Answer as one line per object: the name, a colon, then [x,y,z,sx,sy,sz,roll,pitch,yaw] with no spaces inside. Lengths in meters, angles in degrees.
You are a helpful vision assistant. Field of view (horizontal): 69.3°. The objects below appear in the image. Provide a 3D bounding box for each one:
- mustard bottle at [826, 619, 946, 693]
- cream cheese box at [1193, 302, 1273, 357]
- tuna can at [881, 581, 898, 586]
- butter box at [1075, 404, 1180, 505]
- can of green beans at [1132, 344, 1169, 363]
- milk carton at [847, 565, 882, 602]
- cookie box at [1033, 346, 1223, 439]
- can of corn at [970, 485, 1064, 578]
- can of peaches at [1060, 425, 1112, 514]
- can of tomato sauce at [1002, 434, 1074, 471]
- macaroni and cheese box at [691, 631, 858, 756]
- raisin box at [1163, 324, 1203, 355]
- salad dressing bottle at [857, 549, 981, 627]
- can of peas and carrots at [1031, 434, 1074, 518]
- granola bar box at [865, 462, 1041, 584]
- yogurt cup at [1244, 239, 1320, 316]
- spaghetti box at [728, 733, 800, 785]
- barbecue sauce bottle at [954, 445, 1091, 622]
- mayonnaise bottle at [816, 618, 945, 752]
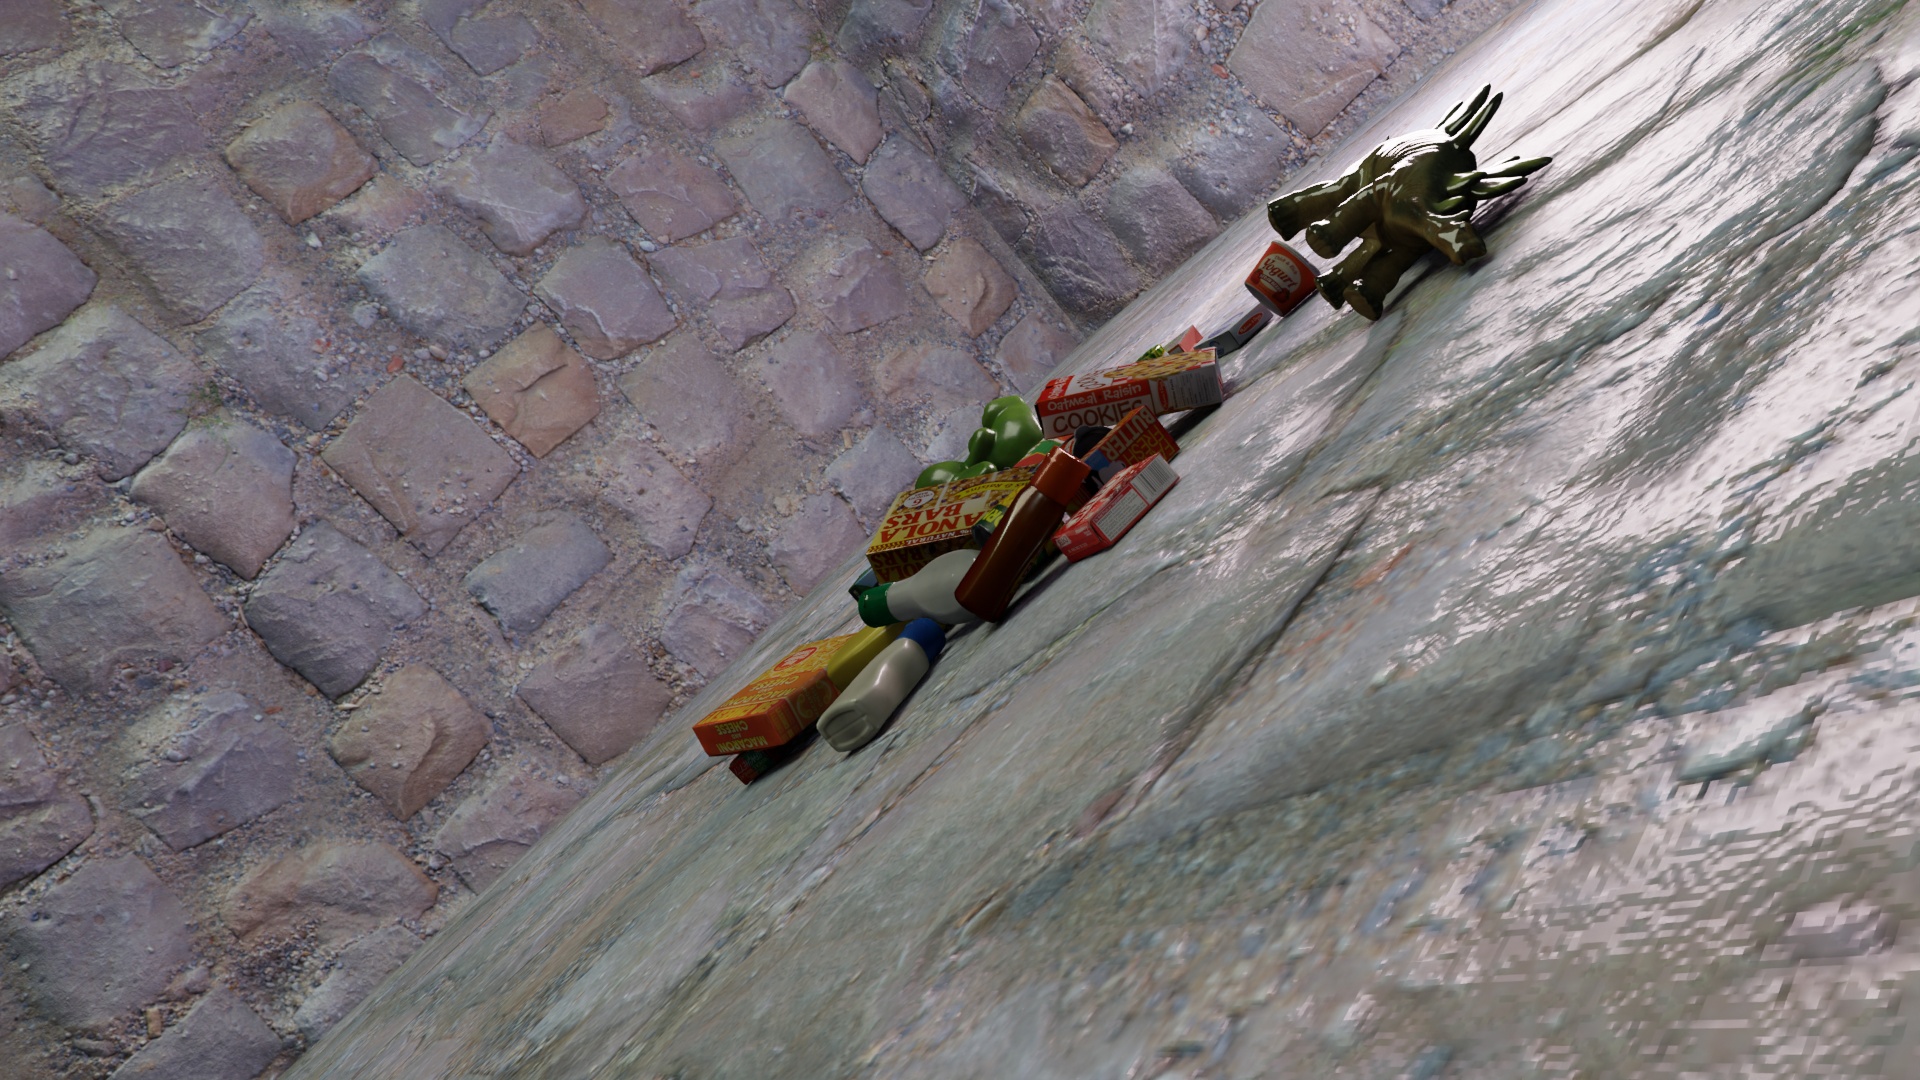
mustard bottle: [-0.054,0.085,1.307,0.160,0.049,0.065,-38,12,16]
cream cheese box: [0.298,-0.227,1.522,0.053,0.024,0.103,-40,5,-11]
tuna can: [-0.045,0.056,1.366,0.032,0.071,0.071,-37,6,27]
butter box: [0.136,-0.065,1.174,0.104,0.053,0.024,-44,8,-28]
can of green beans: [0.208,-0.170,1.501,0.071,0.058,0.071,-40,5,5]
milk carton: [-0.031,0.016,1.582,0.190,0.072,0.073,-39,5,11]
cookie box: [0.161,-0.141,1.311,0.167,0.040,0.123,-11,13,13]
can of corn: [0.052,-0.007,1.211,0.058,0.071,0.071,-41,5,-13]
can of peaches: [0.113,-0.063,1.231,0.071,0.071,0.058,-44,5,-28]
can of tomato sauce: [0.095,-0.071,1.431,0.083,0.071,0.071,-43,6,-33]
macaroni and cheese box: [-0.167,0.152,1.383,0.123,0.040,0.167,-16,15,43]
raisin box: [0.232,-0.195,1.647,0.123,0.040,0.086,-36,8,30]
salad dressing bottle: [-0.027,0.047,1.230,0.147,0.044,0.064,-15,61,38]
can of peas and carrots: [0.112,-0.063,1.304,0.071,0.058,0.071,-40,6,5]
granola bar box: [0.005,-0.017,1.345,0.165,0.039,0.125,-11,27,20]
yogurt cup: [0.329,-0.267,1.425,0.054,0.072,0.072,-48,4,6]
spaghetti box: [-0.171,0.178,1.477,0.050,0.028,0.251,-38,6,26]
barbecue sauce bottle: [0.051,-0.006,1.126,0.148,0.044,0.065,-58,0,7]
mayonnaise bottle: [-0.059,0.115,1.152,0.064,0.041,0.149,-36,6,37]
